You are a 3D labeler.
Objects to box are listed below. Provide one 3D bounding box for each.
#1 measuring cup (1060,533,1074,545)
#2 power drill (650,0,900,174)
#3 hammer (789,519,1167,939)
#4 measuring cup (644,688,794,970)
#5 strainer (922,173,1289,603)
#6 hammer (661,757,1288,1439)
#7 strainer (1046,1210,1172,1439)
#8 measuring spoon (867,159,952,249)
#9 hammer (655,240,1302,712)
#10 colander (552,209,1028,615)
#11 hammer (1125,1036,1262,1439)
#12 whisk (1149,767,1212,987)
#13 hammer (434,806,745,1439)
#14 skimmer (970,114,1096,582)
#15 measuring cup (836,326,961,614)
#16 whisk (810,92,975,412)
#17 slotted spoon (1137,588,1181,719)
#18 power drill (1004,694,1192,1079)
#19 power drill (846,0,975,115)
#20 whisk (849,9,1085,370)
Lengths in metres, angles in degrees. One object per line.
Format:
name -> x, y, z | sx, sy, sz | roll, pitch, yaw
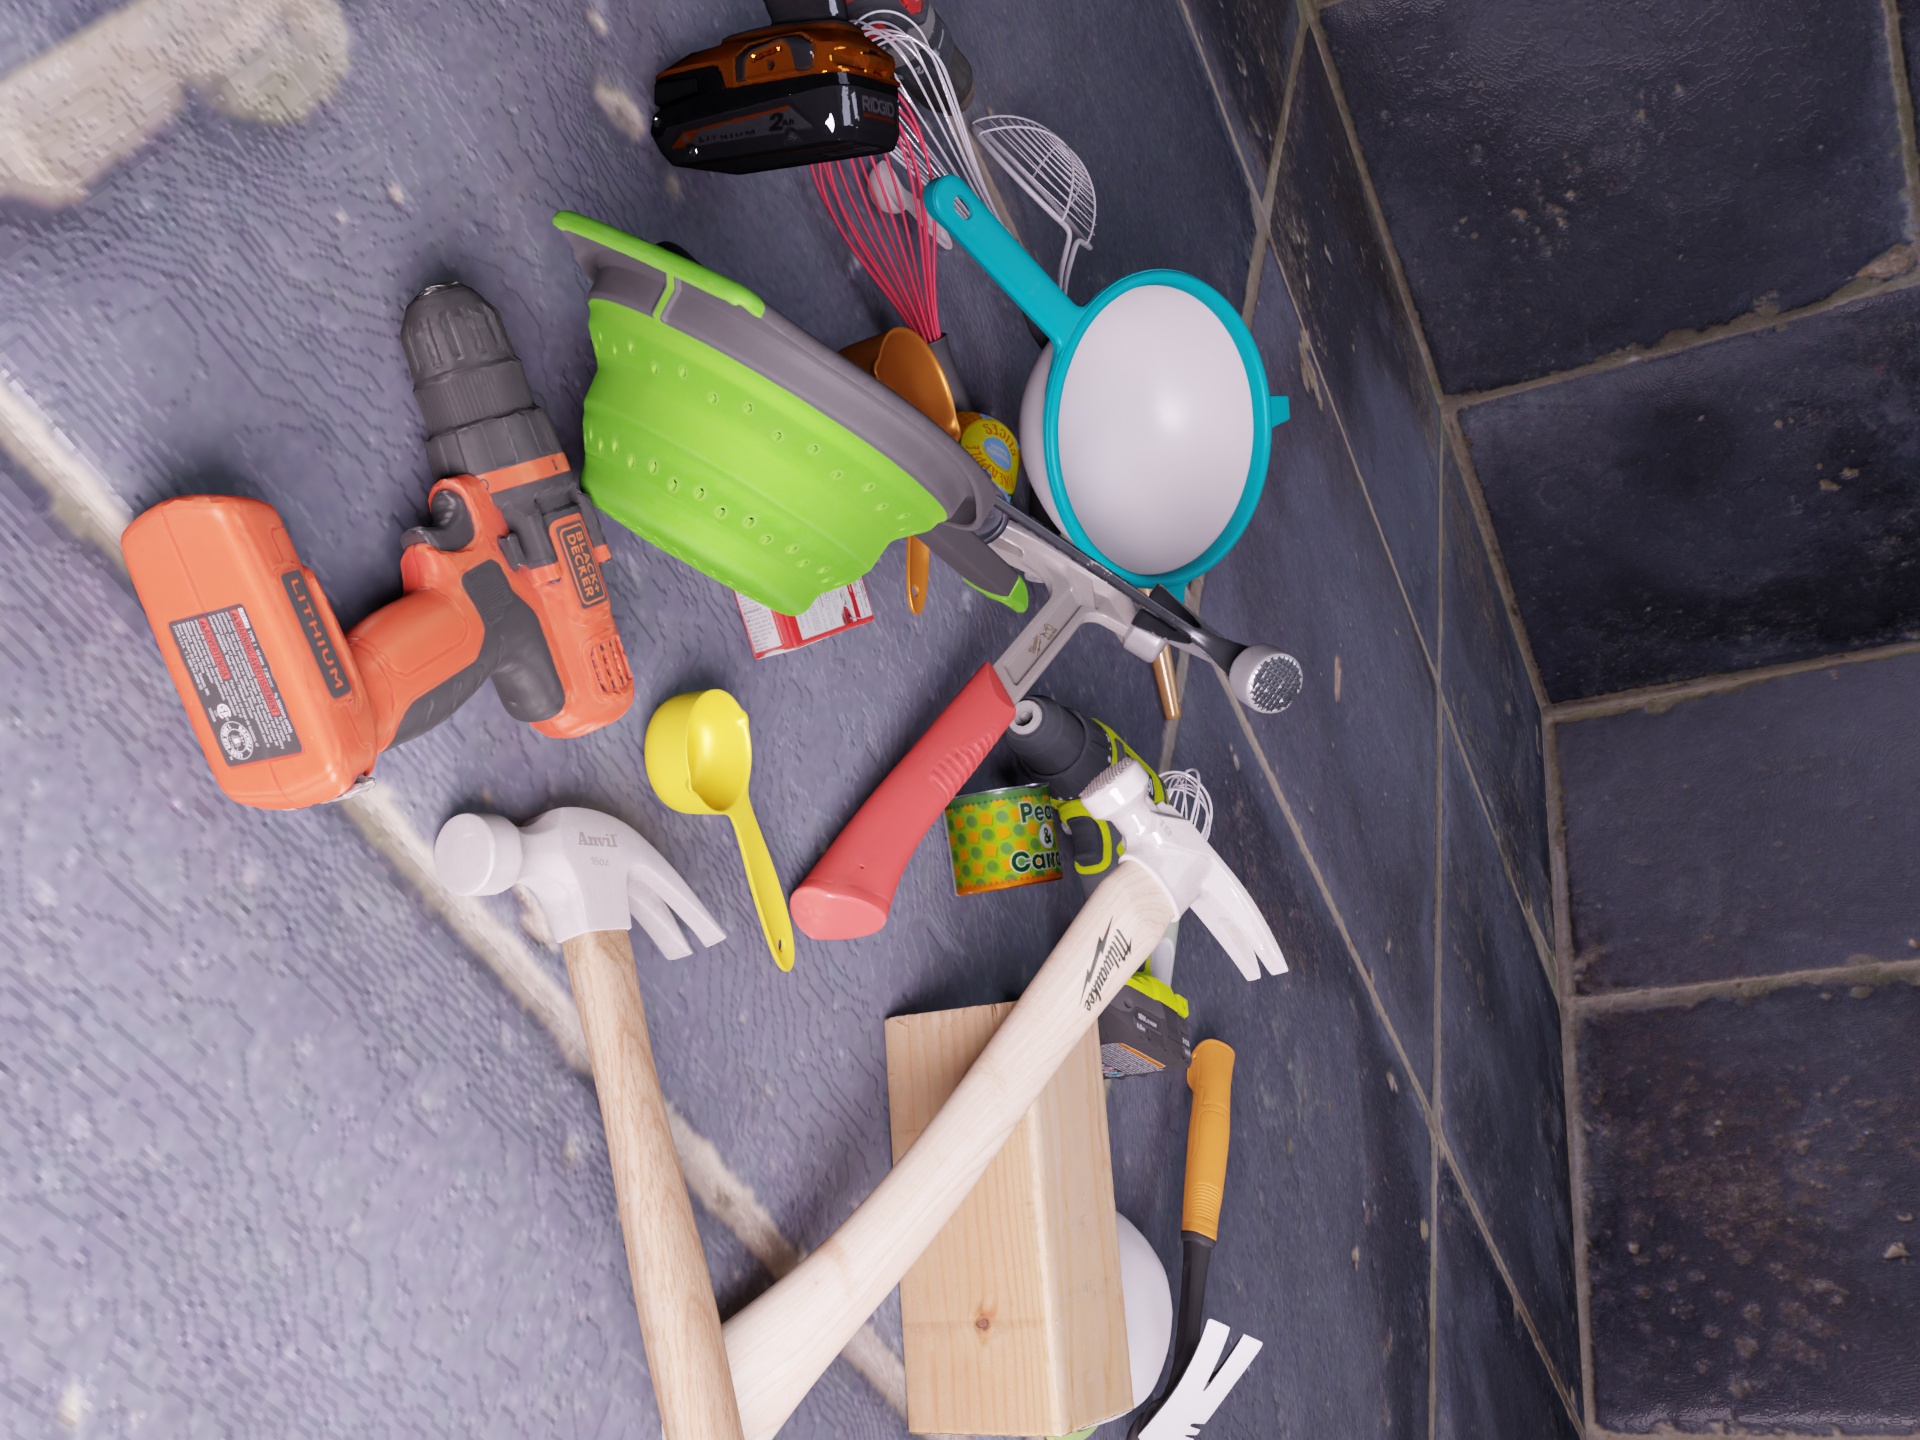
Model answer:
measuring cup -> 0.105, -0.142, 1.220 | 0.167, 0.038, 0.083 | -29, 105, -64
power drill -> -0.115, -0.402, 0.808 | 0.084, 0.164, 0.226 | -29, 117, -62
hammer -> -0.001, -0.003, 0.917 | 0.359, 0.149, 0.036 | -50, 168, -47
measuring cup -> -0.110, 0.056, 0.747 | 0.062, 0.029, 0.156 | -61, 144, -53
strainer -> 0.071, -0.232, 1.061 | 0.340, 0.095, 0.211 | 39, 73, -34
hammer -> 0.017, 0.191, 0.755 | 0.146, 0.038, 0.411 | 51, 53, -7
strainer -> 0.072, 0.298, 0.935 | 0.151, 0.069, 0.256 | -36, 113, -61
measuring spoon -> -0.034, -0.340, 1.071 | 0.124, 0.018, 0.034 | 10, 64, -68
hammer -> 0.006, -0.129, 0.857 | 0.408, 0.036, 0.149 | 31, 6, -25
colander -> -0.063, -0.089, 0.752 | 0.094, 0.205, 0.396 | -60, 153, -1
hammer -> 0.164, 0.325, 1.070 | 0.337, 0.034, 0.127 | -68, -179, -60
whisk -> 0.153, 0.140, 1.188 | 0.057, 0.059, 0.247 | 22, 55, -13
hammer -> -0.115, 0.194, 0.614 | 0.130, 0.031, 0.331 | 9, 63, -63
skimmer -> 0.046, -0.277, 1.178 | 0.127, 0.090, 0.363 | 20, 71, -55
measuring cup -> -0.045, -0.140, 0.921 | 0.095, 0.052, 0.174 | 24, 62, -57
whisk -> -0.026, -0.258, 1.002 | 0.073, 0.073, 0.295 | -59, 135, -54
slotted spoon -> 0.145, -0.154, 1.319 | 0.070, 0.031, 0.314 | -19, 98, -63
power drill -> 0.085, 0.105, 1.034 | 0.190, 0.080, 0.229 | 39, 43, -54
power drill -> -0.048, -0.534, 1.059 | 0.187, 0.080, 0.227 | 24, 60, -58
whisk -> 0.010, -0.339, 1.051 | 0.284, 0.070, 0.070 | 49, 38, -35
